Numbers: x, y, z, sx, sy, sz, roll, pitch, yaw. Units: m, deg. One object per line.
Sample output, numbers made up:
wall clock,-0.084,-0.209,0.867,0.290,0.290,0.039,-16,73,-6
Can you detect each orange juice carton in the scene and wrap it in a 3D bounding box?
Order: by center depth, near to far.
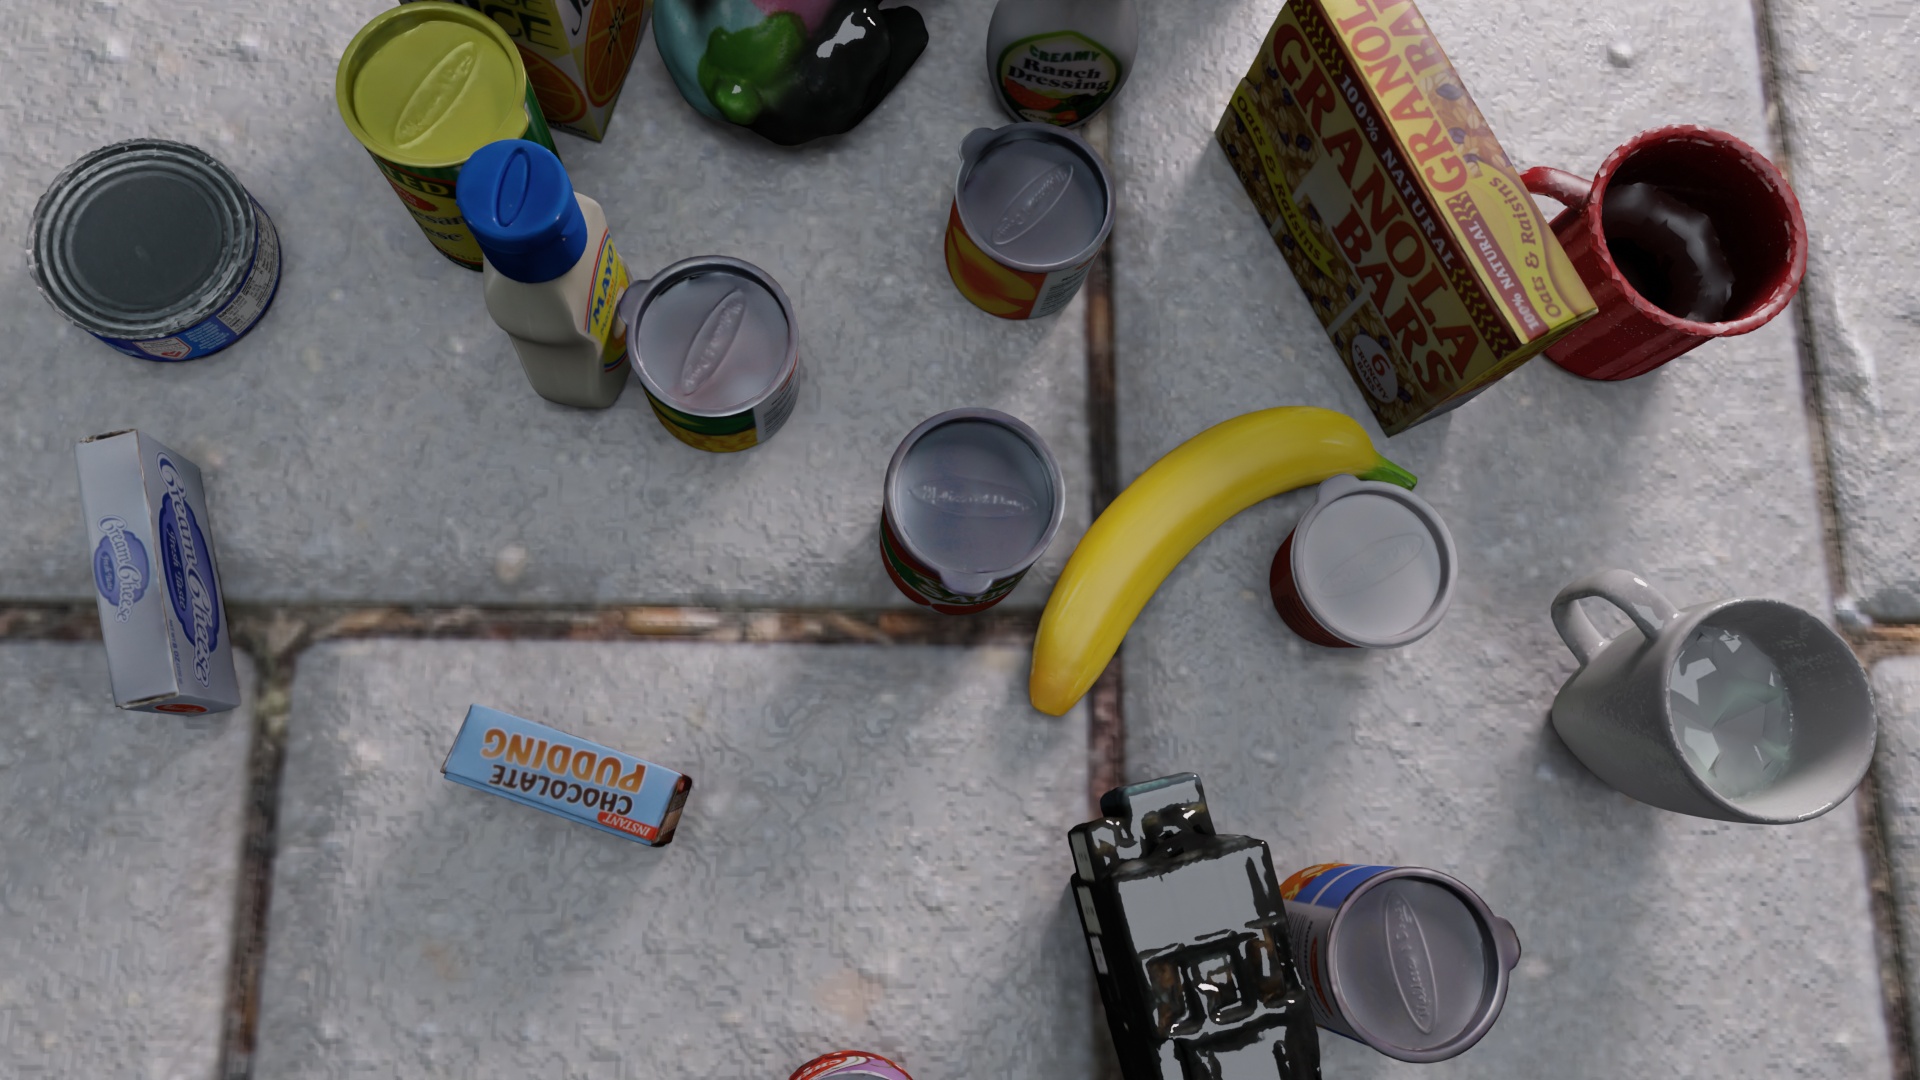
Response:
orange juice carton,-0.172,-0.236,0.523,0.072,0.192,0.073,17,77,-2

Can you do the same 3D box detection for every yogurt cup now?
yogurt cup,0.161,0.014,0.571,0.072,0.054,0.072,1,78,-5

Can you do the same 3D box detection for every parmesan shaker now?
parmesan shaker,-0.193,-0.153,0.549,0.071,0.103,0.071,1,78,-5

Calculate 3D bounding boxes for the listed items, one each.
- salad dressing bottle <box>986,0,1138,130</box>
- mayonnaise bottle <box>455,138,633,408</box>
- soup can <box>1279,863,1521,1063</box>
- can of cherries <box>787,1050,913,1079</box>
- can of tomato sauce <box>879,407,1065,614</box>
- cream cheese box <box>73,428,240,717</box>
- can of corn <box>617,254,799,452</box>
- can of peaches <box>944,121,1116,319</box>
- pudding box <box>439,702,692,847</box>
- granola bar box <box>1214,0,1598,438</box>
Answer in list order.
salad dressing bottle,0.047,-0.220,0.563,0.064,0.147,0.044,8,78,-4
mayonnaise bottle,-0.151,-0.098,0.518,0.041,0.147,0.065,9,78,-3
soup can,0.159,0.156,0.525,0.071,0.083,0.071,1,78,-5
can of cherries,-0.041,0.221,0.504,0.071,0.058,0.071,1,78,-5
can of tomato sauce,0.002,-0.007,0.546,0.071,0.083,0.071,1,78,-5
cream cheese box,-0.304,0.014,0.527,0.024,0.053,0.104,-14,80,-8
can of corn,-0.101,-0.075,0.563,0.071,0.058,0.071,1,78,-5
can of peaches,0.026,-0.135,0.589,0.071,0.058,0.071,1,78,-5
pudding box,-0.148,0.090,0.527,0.084,0.049,0.030,19,77,-1
granola bar box,0.173,-0.135,0.569,0.039,0.124,0.165,-26,81,-10
